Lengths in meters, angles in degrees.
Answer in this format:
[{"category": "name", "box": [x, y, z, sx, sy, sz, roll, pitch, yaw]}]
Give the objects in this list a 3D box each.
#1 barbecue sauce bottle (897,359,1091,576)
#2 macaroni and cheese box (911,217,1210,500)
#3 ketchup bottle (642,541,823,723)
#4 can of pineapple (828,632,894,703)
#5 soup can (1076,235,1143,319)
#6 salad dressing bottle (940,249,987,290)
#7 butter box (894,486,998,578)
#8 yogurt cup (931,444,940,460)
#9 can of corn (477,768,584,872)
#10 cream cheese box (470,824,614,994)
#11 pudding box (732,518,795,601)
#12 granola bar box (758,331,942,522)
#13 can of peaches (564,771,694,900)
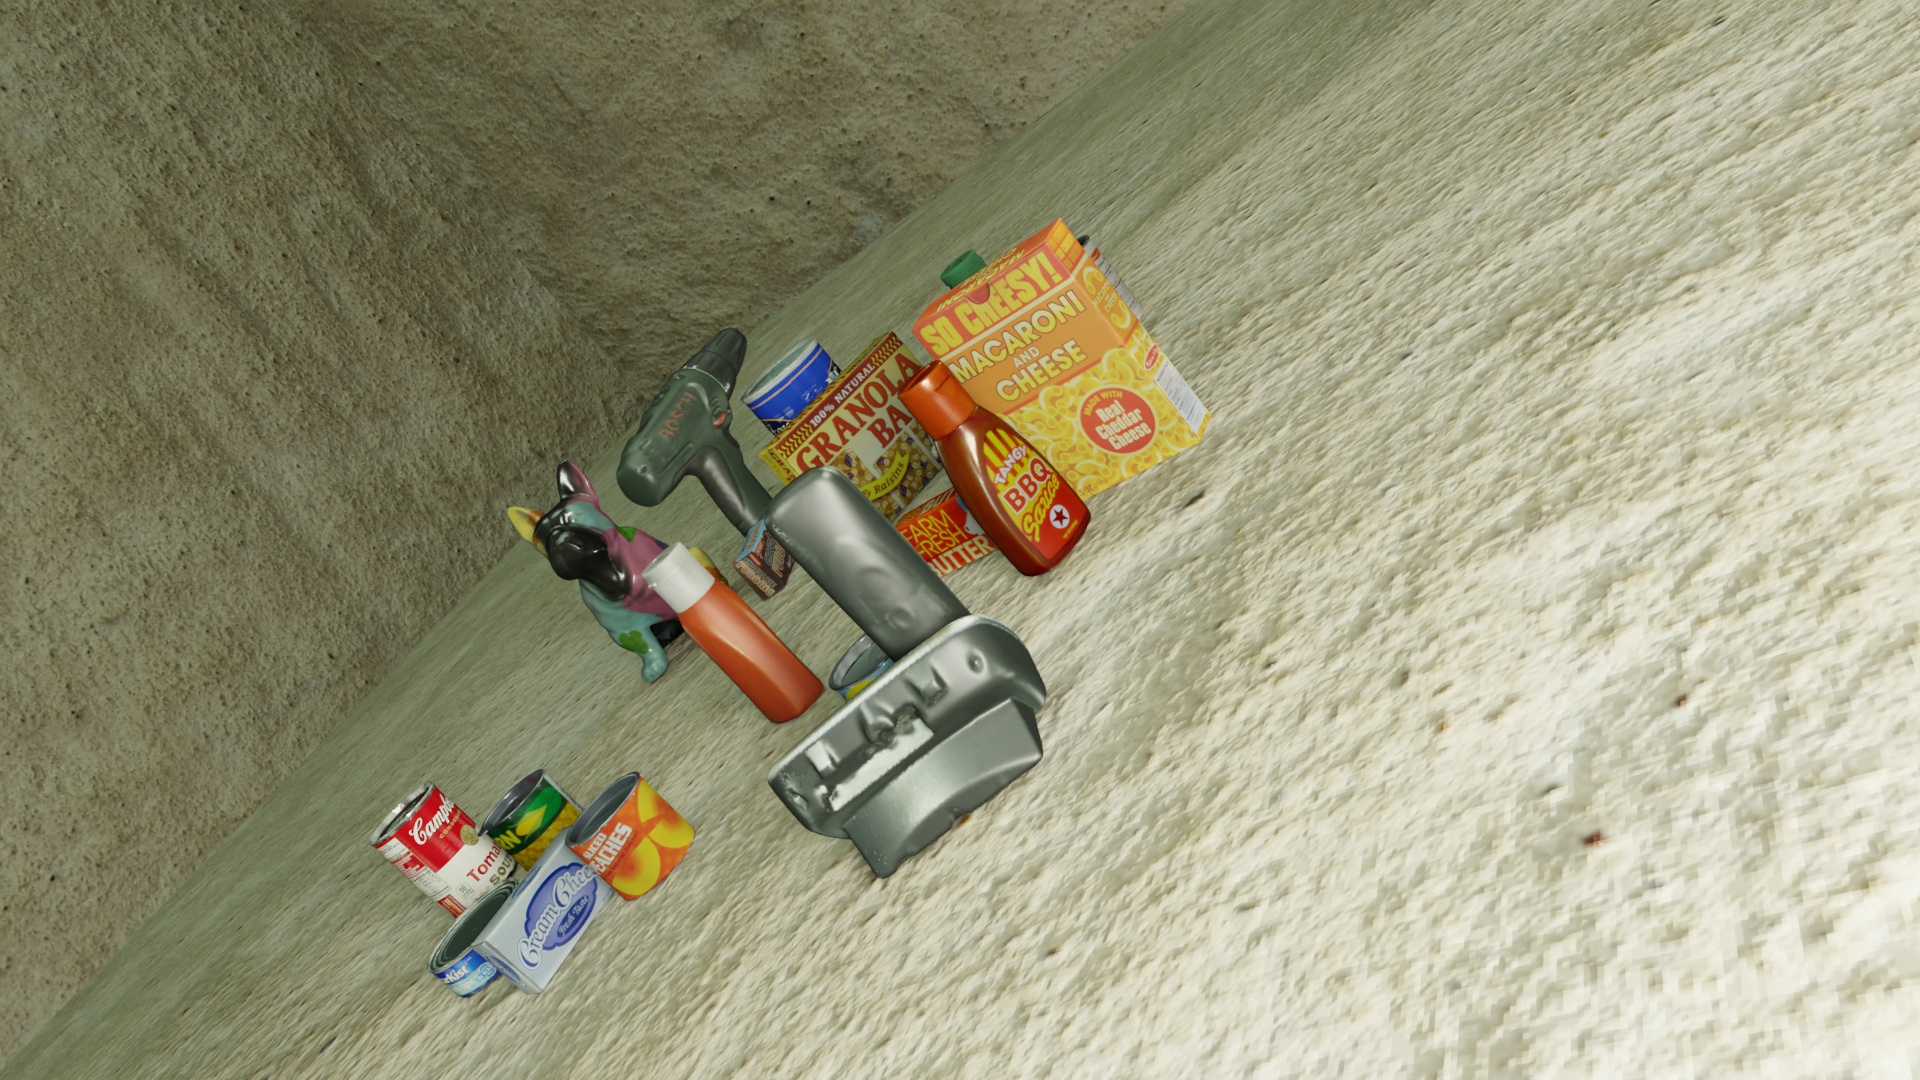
[{"category": "barbecue sauce bottle", "box": [0.019, -0.049, 0.894, 0.043, 0.148, 0.065, -17, 29, 54]}, {"category": "macaroni and cheese box", "box": [0.066, -0.111, 0.919, 0.123, 0.166, 0.040, -28, 21, 37]}, {"category": "ketchup bottle", "box": [-0.166, 0.067, 1.001, 0.044, 0.148, 0.064, -50, 19, -28]}, {"category": "can of pineapple", "box": [-0.034, 0.084, 0.830, 0.071, 0.057, 0.071, -37, 17, 13]}, {"category": "soup can", "box": [0.110, -0.216, 1.233, 0.071, 0.083, 0.071, -37, 17, 13]}, {"category": "salad dressing bottle", "box": [0.042, -0.176, 1.167, 0.044, 0.147, 0.064, -40, 16, 1]}, {"category": "butter box", "box": [0.004, -0.013, 1.001, 0.103, 0.053, 0.024, -27, 21, 37]}, {"category": "yogurt cup", "box": [0.019, -0.073, 1.121, 0.072, 0.054, 0.072, -37, 17, 13]}, {"category": "can of corn", "box": [-0.345, 0.231, 1.128, 0.071, 0.058, 0.071, -37, 17, 13]}, {"category": "cream cheese box", "box": [-0.278, 0.250, 0.944, 0.024, 0.053, 0.104, -26, 22, 42]}, {"category": "pudding box", "box": [-0.189, 0.016, 1.349, 0.030, 0.049, 0.084, -35, 18, 19]}, {"category": "granola bar box", "box": [-0.081, -0.089, 1.255, 0.166, 0.124, 0.039, -48, 18, -24]}, {"category": "can of peaches", "box": [-0.224, 0.202, 0.941, 0.071, 0.058, 0.071, -37, 17, 13]}]
